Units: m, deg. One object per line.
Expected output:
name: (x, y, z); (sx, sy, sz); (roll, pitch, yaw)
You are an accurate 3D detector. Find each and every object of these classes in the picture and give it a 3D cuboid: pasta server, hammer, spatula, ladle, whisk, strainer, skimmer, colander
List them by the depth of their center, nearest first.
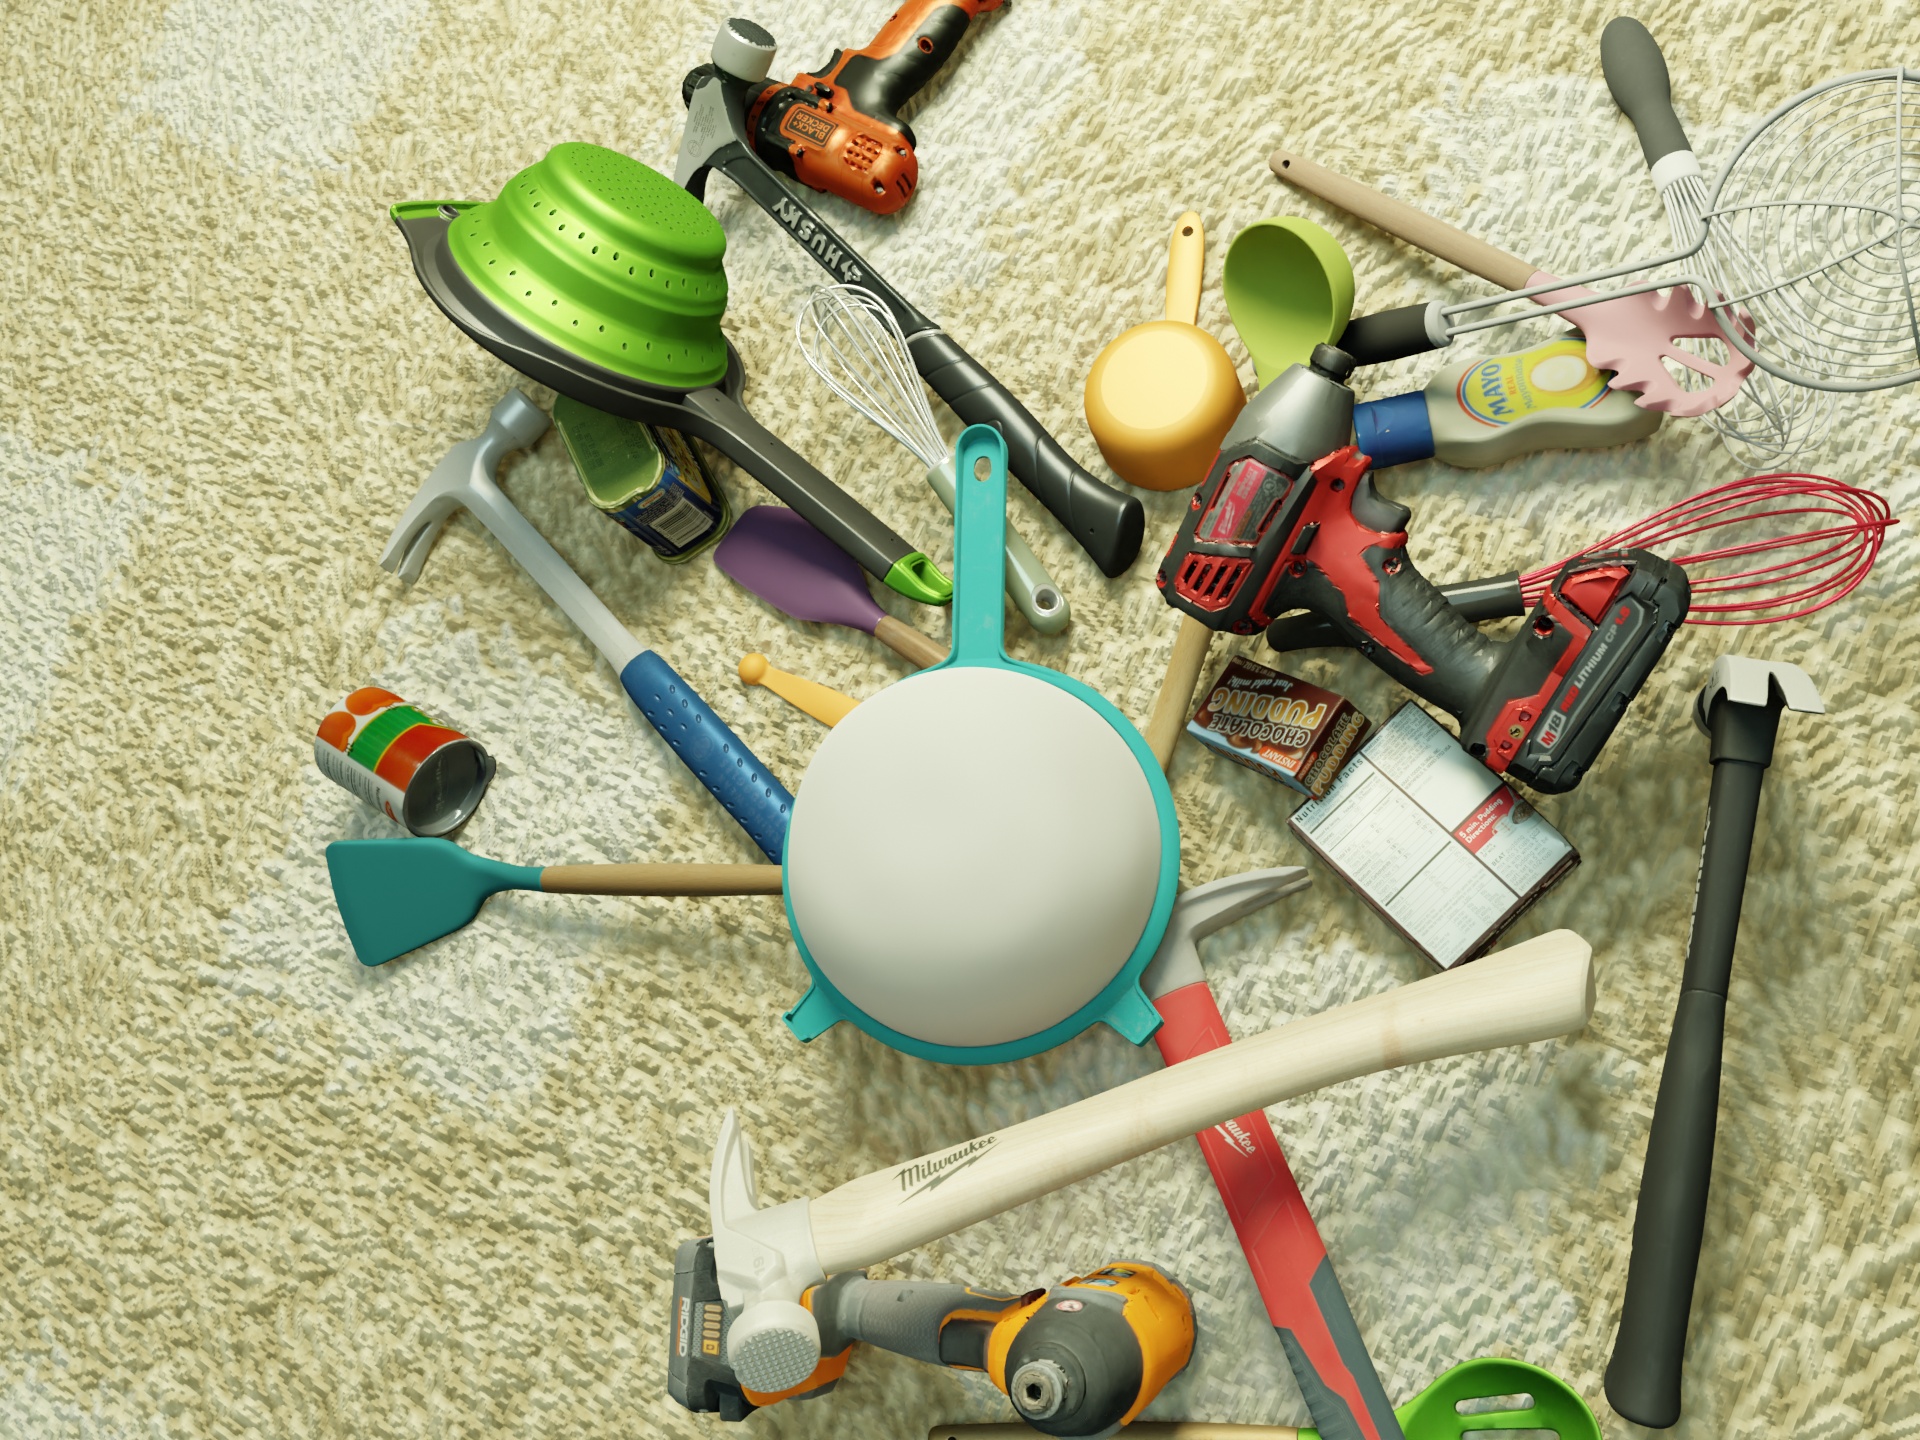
hammer: (0.321, 0.134, 0.691); (0.035, 0.146, 0.335); (9, 86, 19)
hammer: (0.087, 0.170, 0.719); (0.410, 0.038, 0.146); (-18, 28, -4)
hammer: (0.169, 0.254, 0.723); (0.143, 0.038, 0.387); (-26, 61, 9)
skimmer: (0.296, -0.201, 0.755); (0.363, 0.090, 0.127); (2, 105, 56)
whisk: (0.298, -0.066, 0.787); (0.296, 0.073, 0.073); (-10, 72, 21)
strainer: (-0.001, -0.003, 0.796); (0.211, 0.095, 0.340); (-2, 76, 15)
whisk: (0.378, -0.254, 0.818); (0.070, 0.070, 0.285); (-15, 65, 14)
pasta server: (0.272, -0.239, 0.825); (0.316, 0.040, 0.060); (43, 113, 36)
ladle: (0.131, -0.101, 0.825); (0.078, 0.062, 0.320); (23, 97, 51)
whisk: (-0.015, -0.149, 0.900); (0.058, 0.059, 0.246); (-33, 82, -14)
spatula: (-0.024, -0.043, 0.903); (0.316, 0.018, 0.060); (35, 84, 29)
spatula: (-0.220, 0.097, 0.906); (0.317, 0.044, 0.082); (-3, 107, 24)
colander: (-0.141, -0.217, 0.915); (0.397, 0.204, 0.094); (39, 118, 7)
hammer: (-0.039, -0.232, 0.939); (0.409, 0.036, 0.149); (48, 129, 18)
hammer: (-0.205, -0.035, 0.960); (0.144, 0.035, 0.406); (-46, 66, 1)

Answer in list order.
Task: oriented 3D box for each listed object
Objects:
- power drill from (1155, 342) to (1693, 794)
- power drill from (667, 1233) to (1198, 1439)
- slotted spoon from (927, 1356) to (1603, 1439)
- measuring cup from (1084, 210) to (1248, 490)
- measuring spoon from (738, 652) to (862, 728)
power drill: (0.214, -0.073, 0.743); (0.220, 0.078, 0.143); (30, 110, 14)
power drill: (-0.018, 0.283, 0.734); (0.226, 0.164, 0.084); (-2, 79, 20)
slotted spoon: (0.132, 0.335, 0.742); (0.314, 0.031, 0.070); (-8, 72, 18)
measuring cup: (0.117, -0.219, 0.893); (0.095, 0.052, 0.174); (3, 77, 20)
measuring spoon: (-0.084, -0.012, 0.924); (0.117, 0.011, 0.021); (26, 84, 23)
